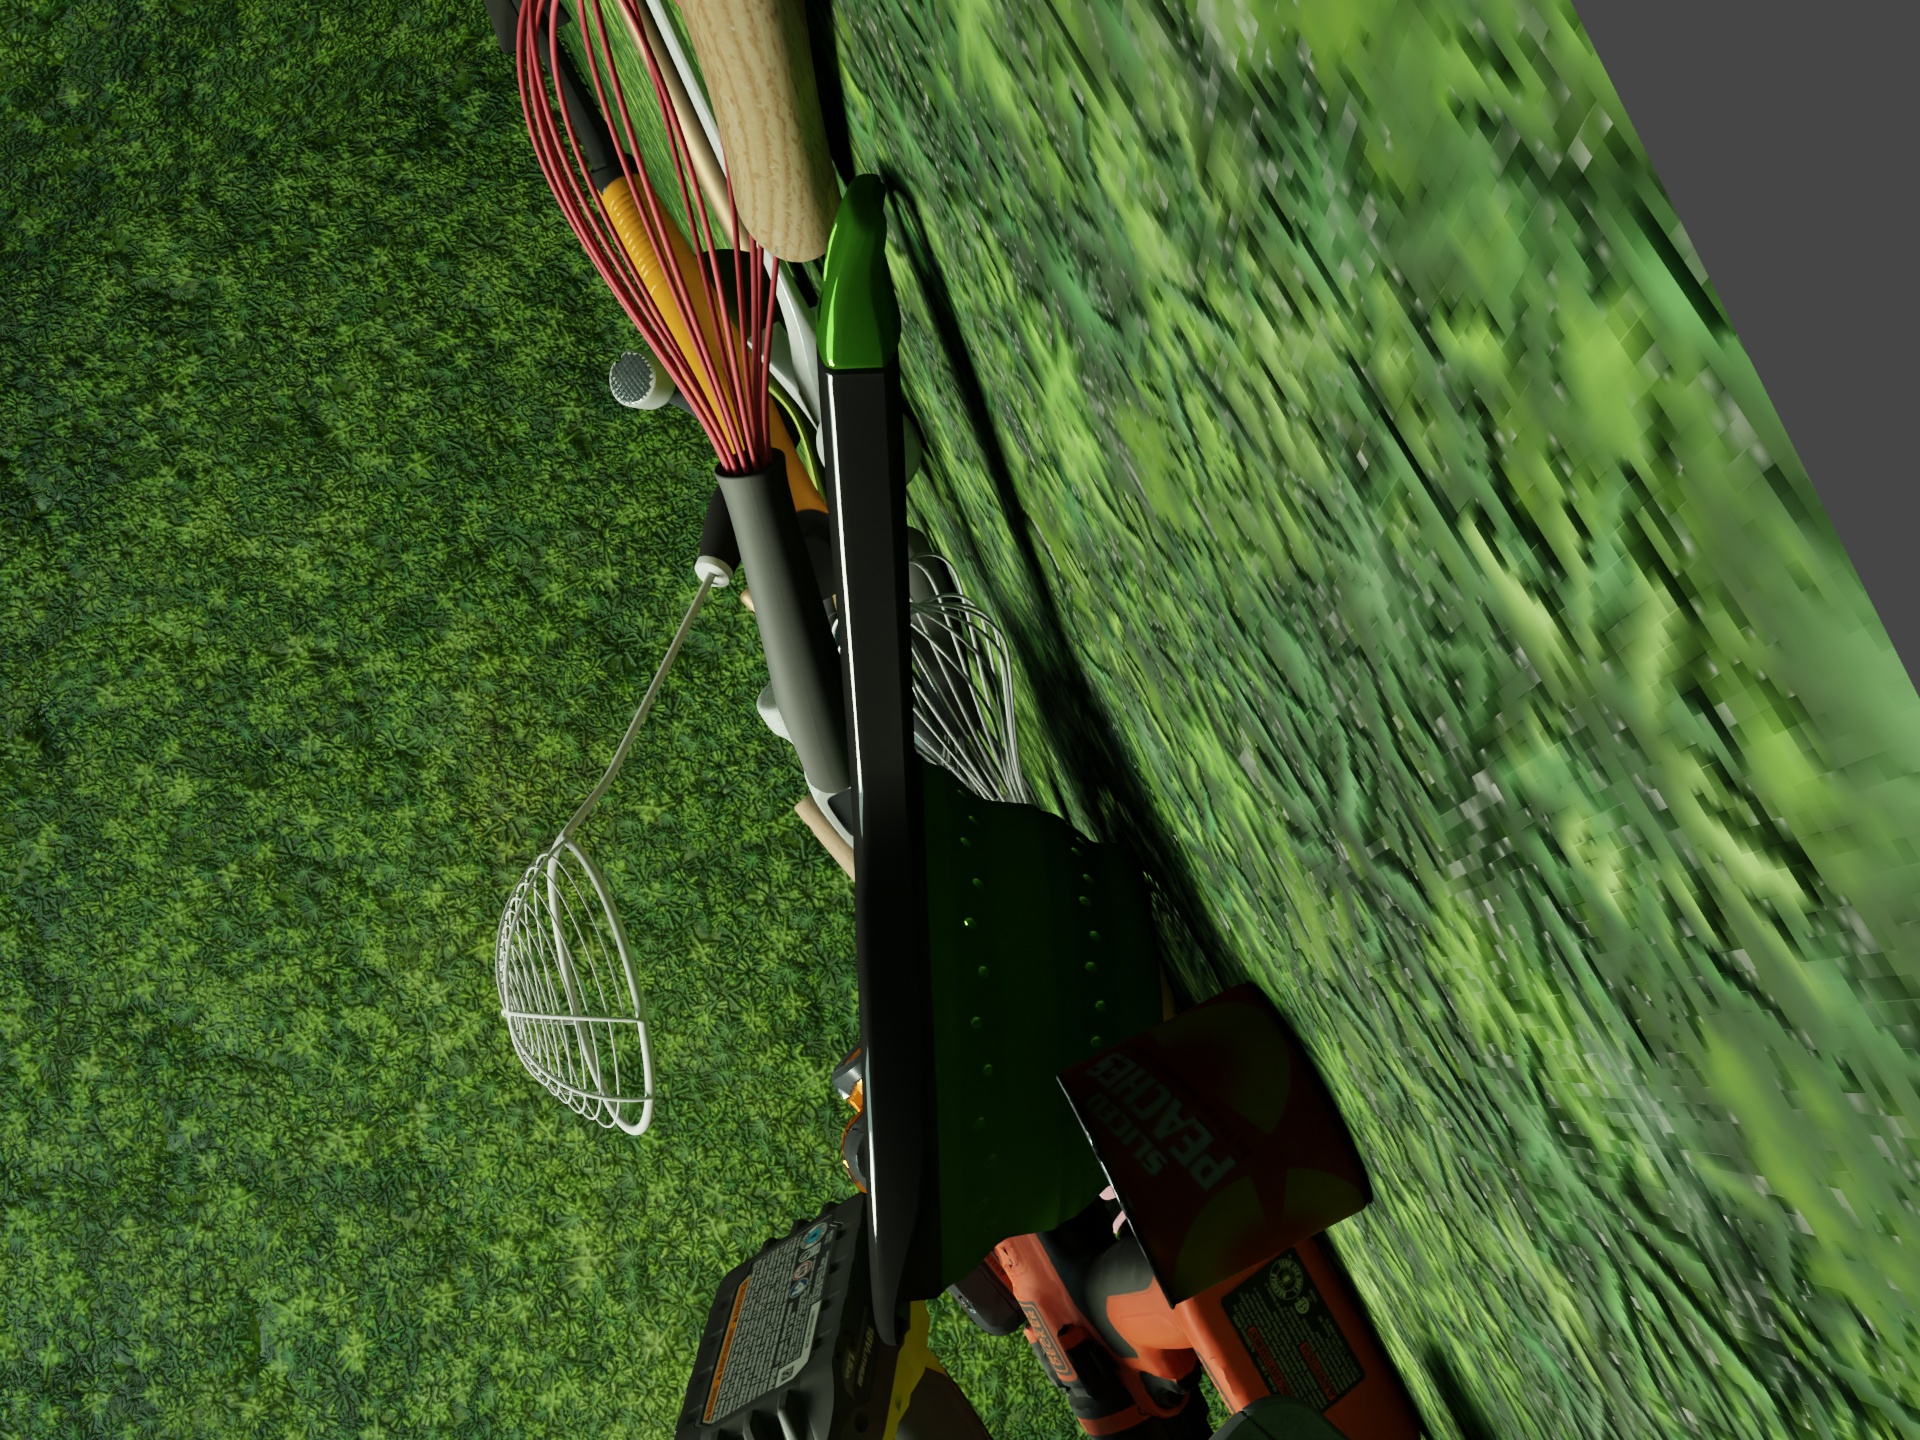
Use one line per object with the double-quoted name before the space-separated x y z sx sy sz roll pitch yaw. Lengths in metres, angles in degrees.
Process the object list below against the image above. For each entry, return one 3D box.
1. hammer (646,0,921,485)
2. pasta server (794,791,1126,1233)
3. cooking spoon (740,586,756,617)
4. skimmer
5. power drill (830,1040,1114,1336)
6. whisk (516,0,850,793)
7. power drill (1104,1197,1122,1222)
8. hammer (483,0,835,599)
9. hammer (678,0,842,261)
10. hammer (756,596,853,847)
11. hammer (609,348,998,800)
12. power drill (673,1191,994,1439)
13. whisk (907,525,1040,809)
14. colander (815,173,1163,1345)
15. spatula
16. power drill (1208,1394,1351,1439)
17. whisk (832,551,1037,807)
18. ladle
"hammer" -0.115 -0.265 0.506 0.405 0.035 0.144 65 176 -31
"pasta server" 0.019 0.163 0.806 0.316 0.040 0.060 49 168 -3
"cooking spoon" -0.015 0.042 0.911 0.319 0.017 0.069 47 167 -1
"skimmer" -0.111 -0.002 0.719 0.090 0.363 0.127 28 159 -17
"power drill" 0.007 0.232 0.813 0.164 0.084 0.226 50 172 1
"whisk" -0.071 -0.099 0.501 0.073 0.073 0.295 -121 16 -57
"power drill" 0.052 0.176 0.887 0.143 0.078 0.219 23 144 41
"hammer" -0.124 -0.191 0.623 0.337 0.034 0.127 62 176 13
"hammer" -0.044 -0.155 0.274 0.130 0.031 0.331 64 177 5
"hammer" -0.062 -0.047 0.863 0.331 0.033 0.128 -97 -19 -58
"hammer" -0.066 -0.064 0.999 0.409 0.036 0.149 56 -156 10
"power drill" -0.003 0.306 0.601 0.223 0.080 0.171 52 -166 -13
"whisk" -0.001 -0.003 0.769 0.238 0.055 0.055 73 171 -46
"colander" 0.015 0.034 0.482 0.205 0.094 0.396 -94 2 -51
"spatula" -0.100 -0.226 0.766 0.060 0.018 0.315 54 172 51
"power drill" 0.120 0.303 0.475 0.185 0.084 0.226 38 155 23
"whisk" 0.014 0.029 0.674 0.070 0.070 0.284 61 -179 37
"ladle" -0.059 -0.052 0.706 0.078 0.062 0.320 -38 -67 -71
